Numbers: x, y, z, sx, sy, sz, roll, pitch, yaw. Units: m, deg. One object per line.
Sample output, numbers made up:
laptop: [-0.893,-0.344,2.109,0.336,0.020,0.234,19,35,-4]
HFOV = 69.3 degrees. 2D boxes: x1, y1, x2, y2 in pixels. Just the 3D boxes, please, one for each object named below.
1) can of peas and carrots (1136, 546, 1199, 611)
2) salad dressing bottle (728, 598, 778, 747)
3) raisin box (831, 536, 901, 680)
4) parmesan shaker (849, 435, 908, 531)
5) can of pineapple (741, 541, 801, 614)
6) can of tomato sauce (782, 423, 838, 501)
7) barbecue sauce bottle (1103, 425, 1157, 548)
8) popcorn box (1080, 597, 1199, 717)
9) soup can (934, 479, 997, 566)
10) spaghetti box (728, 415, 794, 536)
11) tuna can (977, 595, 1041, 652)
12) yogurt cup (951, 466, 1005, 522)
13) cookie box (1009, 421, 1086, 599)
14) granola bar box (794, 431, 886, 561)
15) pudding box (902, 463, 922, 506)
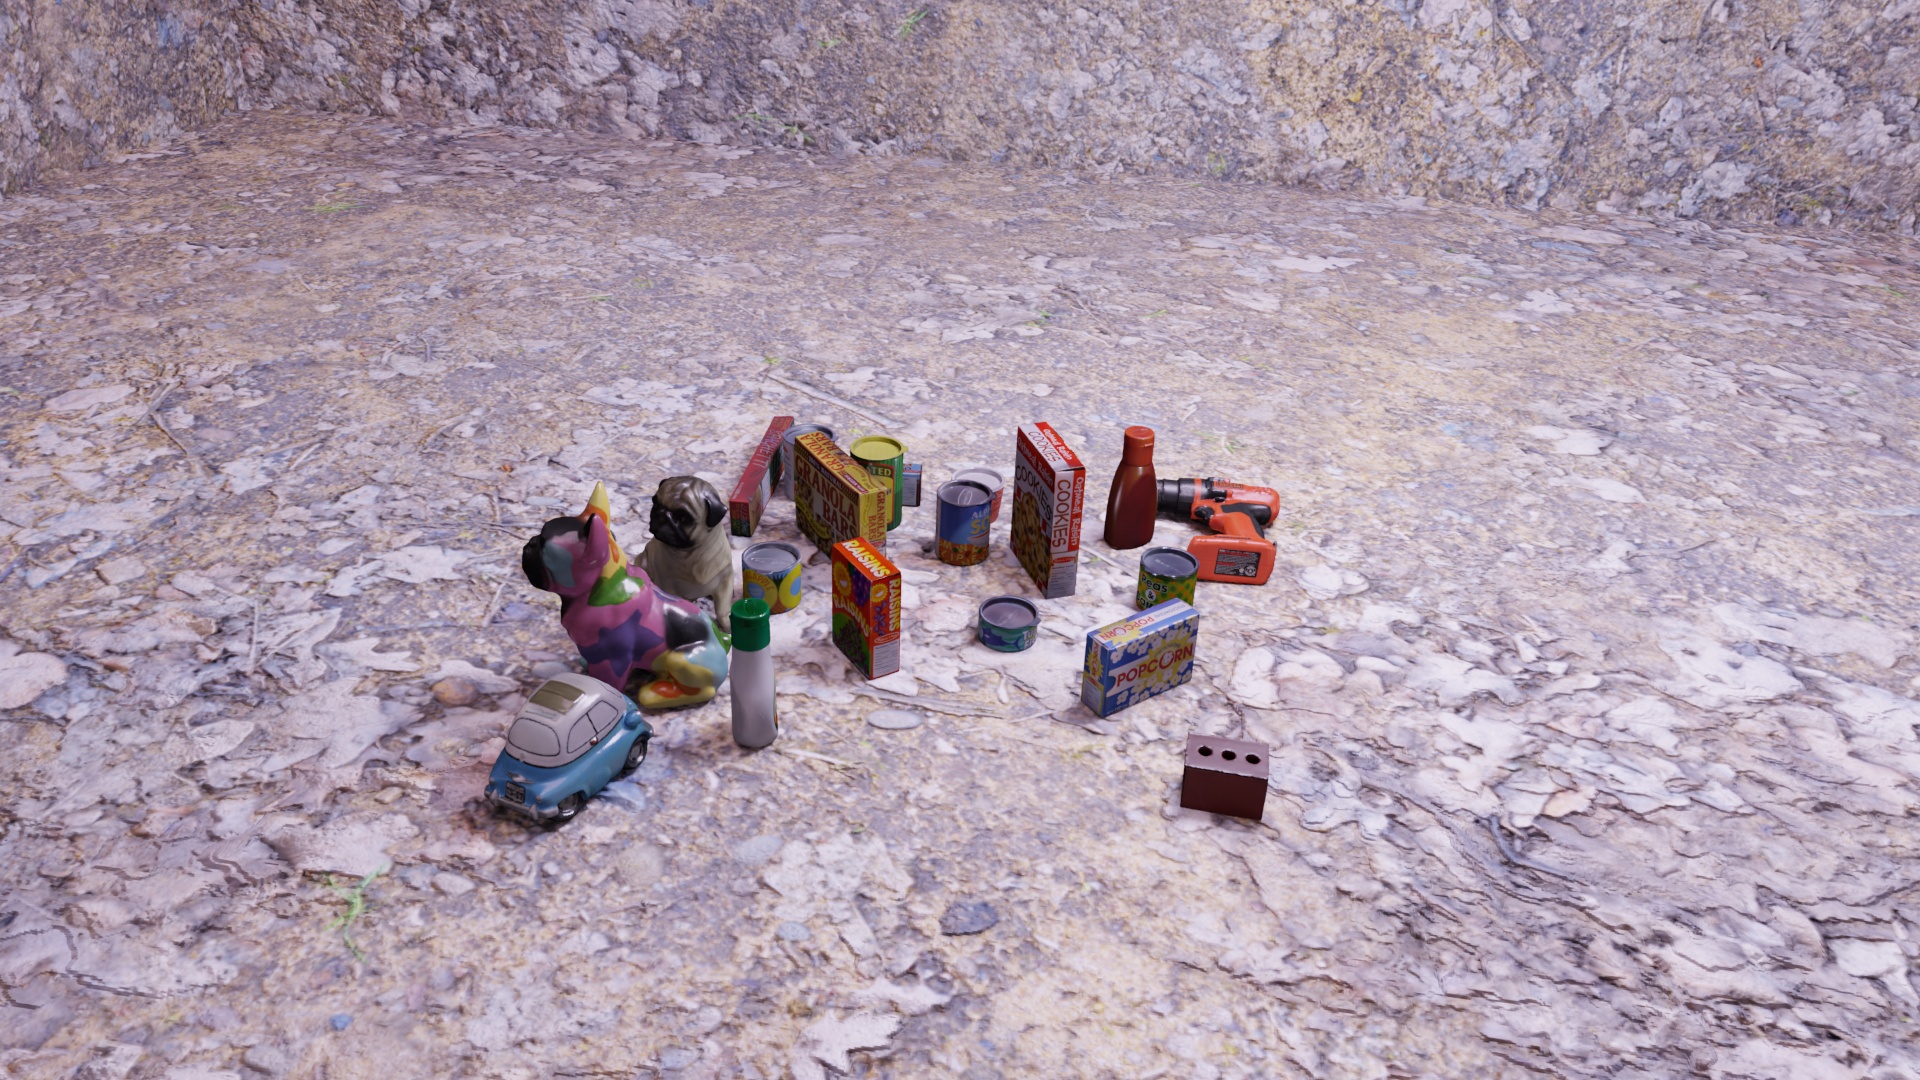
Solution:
can of peas and carrots: [0.232,0.049,1.570,0.071,0.058,0.071,2,30,-1]
salad dressing bottle: [-0.197,0.126,1.316,0.044,0.146,0.064,-7,31,-15]
raisin box: [-0.098,0.070,1.444,0.040,0.122,0.086,-15,34,-28]
parmesan shaker: [-0.100,-0.069,1.703,0.071,0.102,0.071,2,30,-1]
can of pineapple: [-0.211,0.042,1.548,0.071,0.057,0.071,2,30,-1]
can of tomato sauce: [-0.190,-0.098,1.766,0.071,0.082,0.071,2,30,-1]
barbecue sauce bottle: [0.209,-0.064,1.675,0.065,0.147,0.044,-15,34,-27]
popcorn box: [0.184,0.119,1.419,0.127,0.084,0.038,-18,36,-31]
soup can: [0.006,-0.021,1.648,0.071,0.083,0.072,2,30,-1]
spaghetti box: [-0.251,-0.087,1.776,0.029,0.050,0.251,5,30,4]
tuna can: [0.054,0.091,1.509,0.071,0.032,0.071,2,30,-1]
yogurt cup: [0.021,-0.054,1.737,0.072,0.053,0.073,2,30,-1]
cookie box: [0.099,-0.036,1.599,0.040,0.166,0.123,-7,31,-17]
granola bar box: [-0.143,-0.038,1.627,0.039,0.123,0.166,-15,34,-28]
pudding box: [-0.091,-0.073,1.764,0.084,0.049,0.030,3,30,1]
